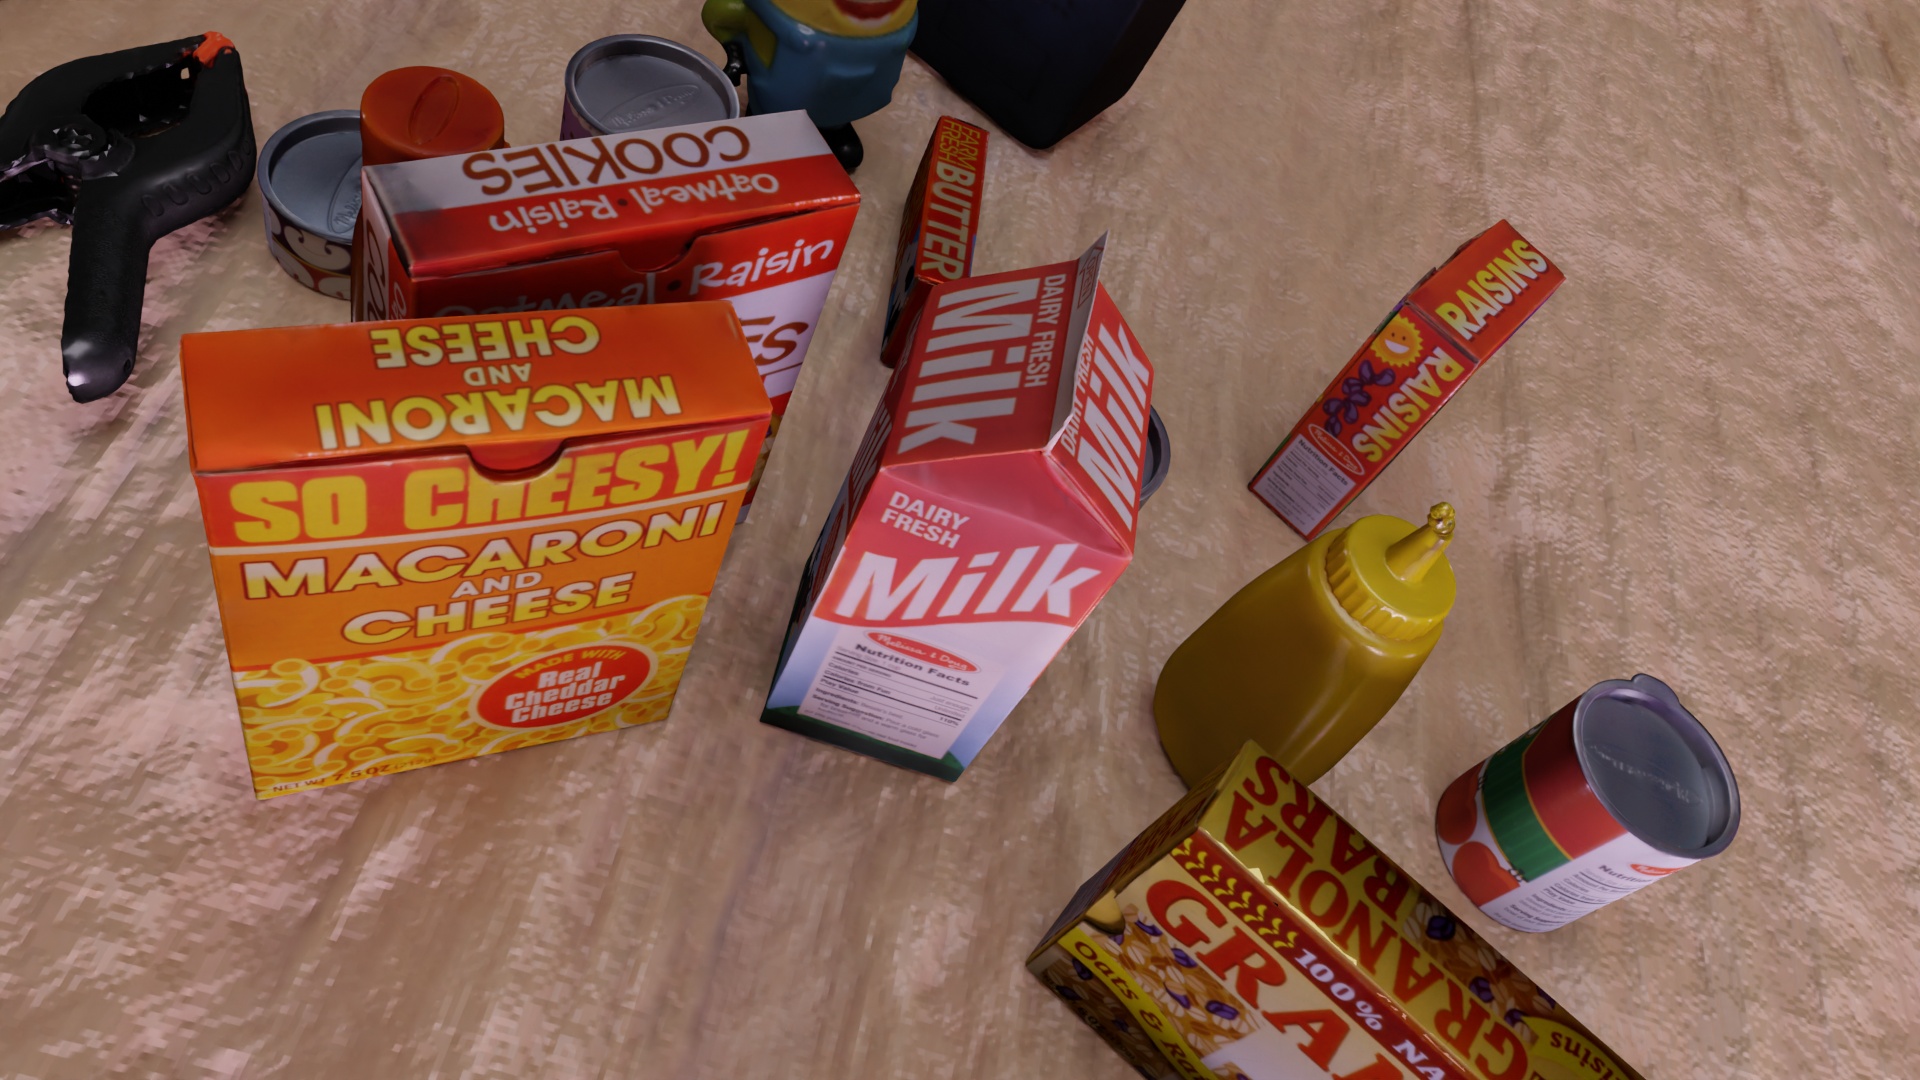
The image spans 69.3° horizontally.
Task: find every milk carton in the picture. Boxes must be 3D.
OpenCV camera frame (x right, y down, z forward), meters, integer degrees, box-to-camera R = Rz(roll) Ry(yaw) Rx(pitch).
[{"bbox_3d":[0.001,-0.005,0.417,0.073,0.189,0.073,19,53,-9],"label":"milk carton"}]

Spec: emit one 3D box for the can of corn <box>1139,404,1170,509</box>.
[{"bbox_3d":[0.035,-0.026,0.530,0.071,0.058,0.071,11,54,-15],"label":"can of corn"}]

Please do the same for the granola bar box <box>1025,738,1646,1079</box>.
[{"bbox_3d":[0.110,0.148,0.399,0.165,0.123,0.039,41,52,8],"label":"granola bar box"}]

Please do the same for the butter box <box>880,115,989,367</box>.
[{"bbox_3d":[-0.011,-0.124,0.581,0.024,0.052,0.104,15,53,-12],"label":"butter box"}]

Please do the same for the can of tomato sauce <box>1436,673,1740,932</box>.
[{"bbox_3d":[0.225,0.097,0.507,0.071,0.082,0.071,11,54,-15],"label":"can of tomato sauce"}]

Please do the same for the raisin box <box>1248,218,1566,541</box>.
[{"bbox_3d":[0.182,-0.065,0.574,0.040,0.122,0.086,45,53,11],"label":"raisin box"}]

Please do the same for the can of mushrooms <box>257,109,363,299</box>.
[{"bbox_3d":[-0.217,-0.122,0.508,0.071,0.033,0.071,11,54,-15],"label":"can of mushrooms"}]

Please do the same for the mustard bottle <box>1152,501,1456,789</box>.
[{"bbox_3d":[0.119,0.035,0.457,0.049,0.159,0.065,-15,65,-30],"label":"mustard bottle"}]

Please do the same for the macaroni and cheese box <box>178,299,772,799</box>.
[{"bbox_3d":[-0.128,0.008,0.371,0.124,0.165,0.040,-9,62,-27],"label":"macaroni and cheese box"}]

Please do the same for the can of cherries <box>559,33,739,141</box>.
[{"bbox_3d":[-0.124,-0.154,0.552,0.071,0.058,0.072,11,54,-15],"label":"can of cherries"}]

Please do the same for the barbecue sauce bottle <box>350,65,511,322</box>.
[{"bbox_3d":[-0.162,-0.075,0.425,0.044,0.147,0.065,16,53,-12],"label":"barbecue sauce bottle"}]

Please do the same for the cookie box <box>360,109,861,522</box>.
[{"bbox_3d":[-0.109,-0.047,0.416,0.123,0.166,0.040,-19,67,-31],"label":"cookie box"}]
